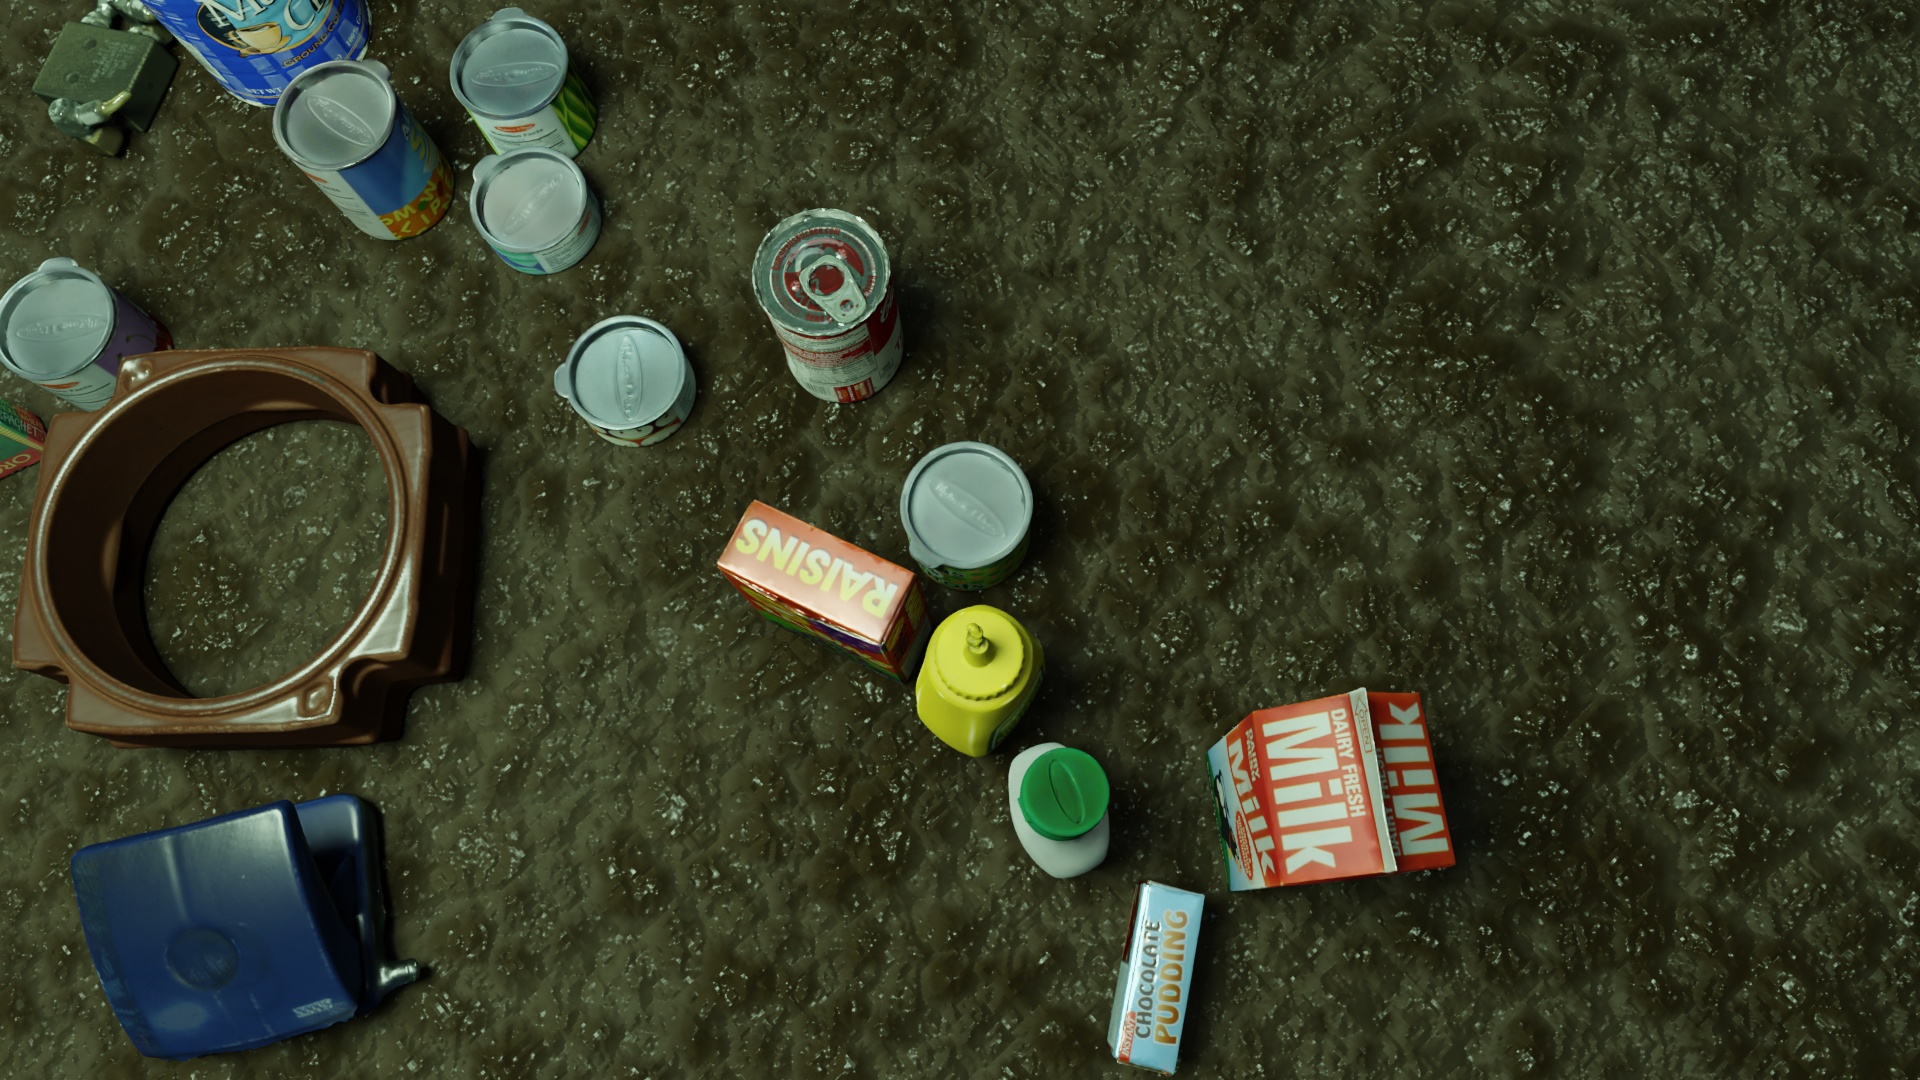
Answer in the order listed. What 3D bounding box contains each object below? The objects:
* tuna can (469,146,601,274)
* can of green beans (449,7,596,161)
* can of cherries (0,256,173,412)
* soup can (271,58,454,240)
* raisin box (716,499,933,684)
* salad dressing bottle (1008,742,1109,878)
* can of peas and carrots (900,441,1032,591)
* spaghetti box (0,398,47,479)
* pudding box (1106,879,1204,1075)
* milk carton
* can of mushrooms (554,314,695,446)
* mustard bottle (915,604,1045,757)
[{"bbox_3d":[-0.242,-0.188,0.789,0.071,0.032,0.071,0,75,2],"label":"tuna can"},{"bbox_3d":[-0.248,-0.255,0.794,0.071,0.057,0.071,-1,75,2],"label":"can of green beans"},{"bbox_3d":[-0.480,-0.111,0.763,0.071,0.058,0.071,-1,75,2],"label":"can of cherries"},{"bbox_3d":[-0.327,-0.217,0.773,0.071,0.083,0.071,-1,75,2],"label":"soup can"},{"bbox_3d":[-0.062,0.028,0.677,0.086,0.123,0.040,25,78,8],"label":"raisin box"},{"bbox_3d":[0.046,0.121,0.636,0.044,0.147,0.064,-21,76,-3],"label":"salad dressing bottle"},{"bbox_3d":[0.003,-0.009,0.718,0.071,0.058,0.071,-1,75,2],"label":"can of peas and carrots"},{"bbox_3d":[-0.621,-0.009,0.745,0.250,0.050,0.029,-28,76,-5],"label":"spaghetti box"},{"bbox_3d":[0.092,0.206,0.662,0.030,0.049,0.084,11,76,5],"label":"pudding box"},{"bbox_3d":[0.160,0.113,0.611,0.073,0.190,0.072,-7,75,0],"label":"milk carton"},{"bbox_3d":[-0.182,-0.086,0.759,0.071,0.033,0.071,0,75,2],"label":"can of mushrooms"},{"bbox_3d":[0.009,0.062,0.646,0.049,0.160,0.065,34,79,10],"label":"mustard bottle"}]
